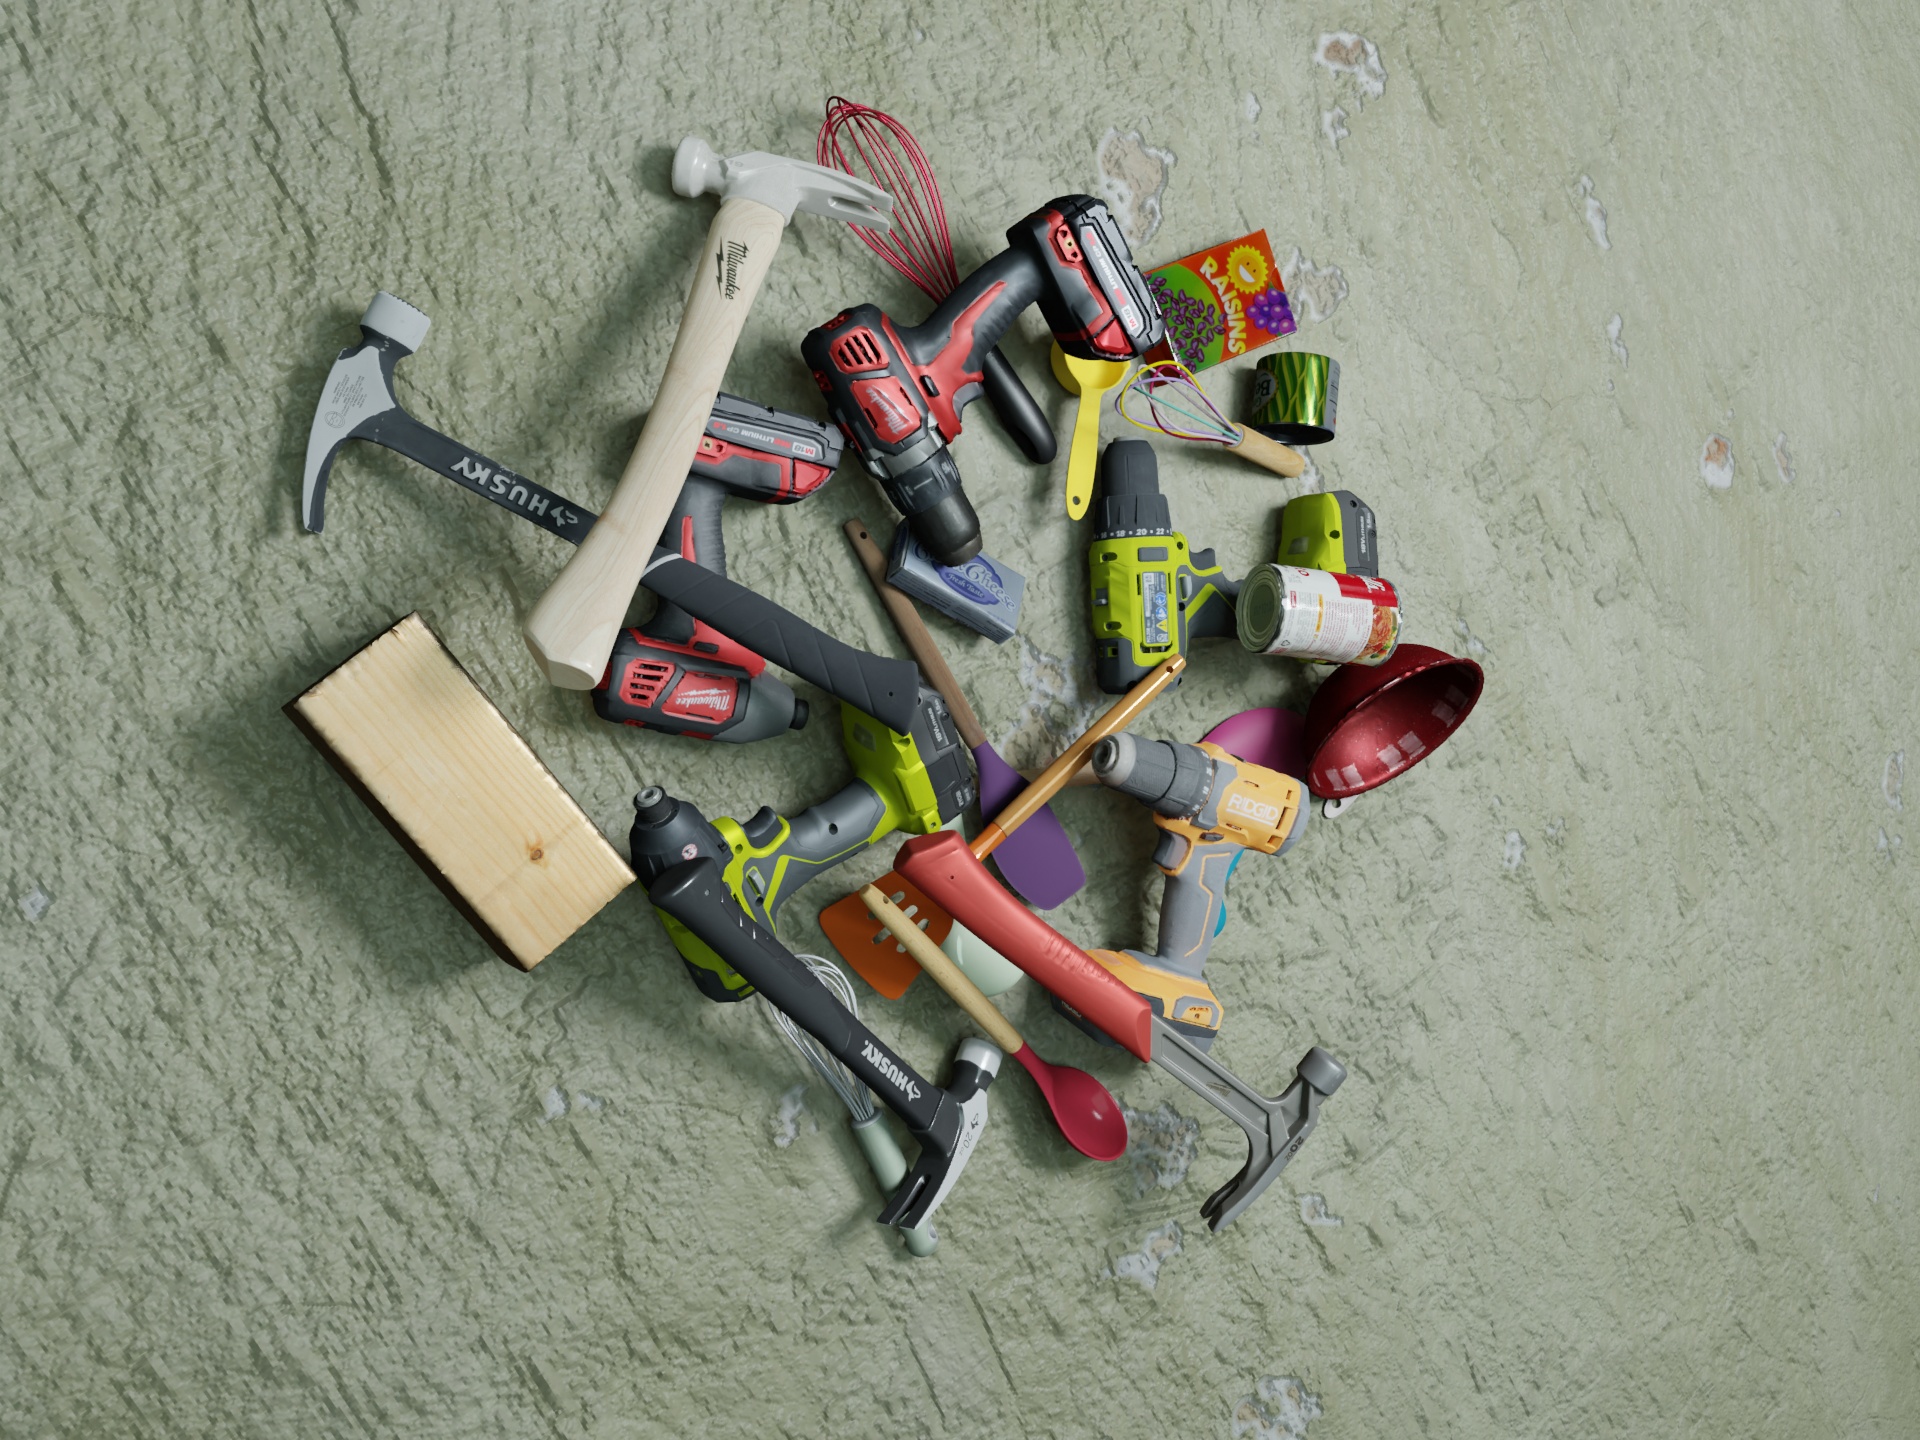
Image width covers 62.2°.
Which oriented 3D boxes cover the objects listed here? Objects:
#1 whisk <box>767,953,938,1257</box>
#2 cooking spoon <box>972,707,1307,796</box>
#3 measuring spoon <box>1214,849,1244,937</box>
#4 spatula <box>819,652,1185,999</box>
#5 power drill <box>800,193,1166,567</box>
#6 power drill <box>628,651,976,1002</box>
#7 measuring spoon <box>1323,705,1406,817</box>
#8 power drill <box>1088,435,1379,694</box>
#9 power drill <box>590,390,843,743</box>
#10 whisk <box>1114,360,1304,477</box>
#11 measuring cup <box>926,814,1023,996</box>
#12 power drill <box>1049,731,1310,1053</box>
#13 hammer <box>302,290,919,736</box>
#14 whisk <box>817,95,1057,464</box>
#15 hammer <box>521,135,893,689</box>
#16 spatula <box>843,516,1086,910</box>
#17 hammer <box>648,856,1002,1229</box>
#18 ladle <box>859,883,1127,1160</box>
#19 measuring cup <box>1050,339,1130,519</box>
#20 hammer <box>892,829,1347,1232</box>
[{"bbox_3d":[-0.069,0.270,1.106,0.059,0.058,0.246,-20,104,10],"label":"whisk"},{"bbox_3d":[0.145,0.035,1.219,0.318,0.017,0.068,-6,99,-25],"label":"cooking spoon"},{"bbox_3d":[0.212,0.115,1.249,0.042,0.021,0.129,33,77,-22],"label":"measuring spoon"},{"bbox_3d":[0.042,0.062,1.127,0.322,0.041,0.081,-42,90,-14],"label":"spatula"},{"bbox_3d":[0.025,-0.232,1.086,0.226,0.080,0.187,-34,111,-9],"label":"power drill"},{"bbox_3d":[-0.106,0.061,1.041,0.223,0.080,0.171,-37,133,-22],"label":"power drill"},{"bbox_3d":[0.337,0.032,1.317,0.034,0.018,0.124,42,80,-8],"label":"measuring spoon"},{"bbox_3d":[0.203,-0.121,1.218,0.228,0.080,0.190,-4,93,-23],"label":"power drill"},{"bbox_3d":[-0.152,-0.095,1.049,0.143,0.078,0.220,12,88,-24],"label":"power drill"},{"bbox_3d":[0.196,-0.219,1.186,0.244,0.051,0.047,10,99,-50],"label":"whisk"},{"bbox_3d":[0.007,0.118,1.142,0.083,0.038,0.167,-14,98,-25],"label":"measuring cup"},{"bbox_3d":[0.143,0.122,1.153,0.185,0.084,0.226,19,94,-33],"label":"power drill"},{"bbox_3d":[-0.206,-0.098,0.975,0.409,0.036,0.149,28,89,-5],"label":"hammer"},{"bbox_3d":[-0.012,-0.306,1.126,0.073,0.073,0.295,-42,112,-20],"label":"whisk"},{"bbox_3d":[-0.157,-0.194,0.961,0.146,0.038,0.411,14,60,1],"label":"hammer"},{"bbox_3d":[-0.002,-0.004,1.137,0.060,0.018,0.316,-32,98,-24],"label":"spatula"},{"bbox_3d":[-0.087,0.199,1.026,0.334,0.035,0.146,50,51,-36],"label":"hammer"},{"bbox_3d":[0.025,0.215,1.119,0.315,0.031,0.069,50,29,-30],"label":"ladle"},{"bbox_3d":[0.088,-0.222,1.181,0.062,0.029,0.156,12,80,-26],"label":"measuring cup"},{"bbox_3d":[0.094,0.200,1.088,0.359,0.037,0.149,38,93,-15],"label":"hammer"}]
